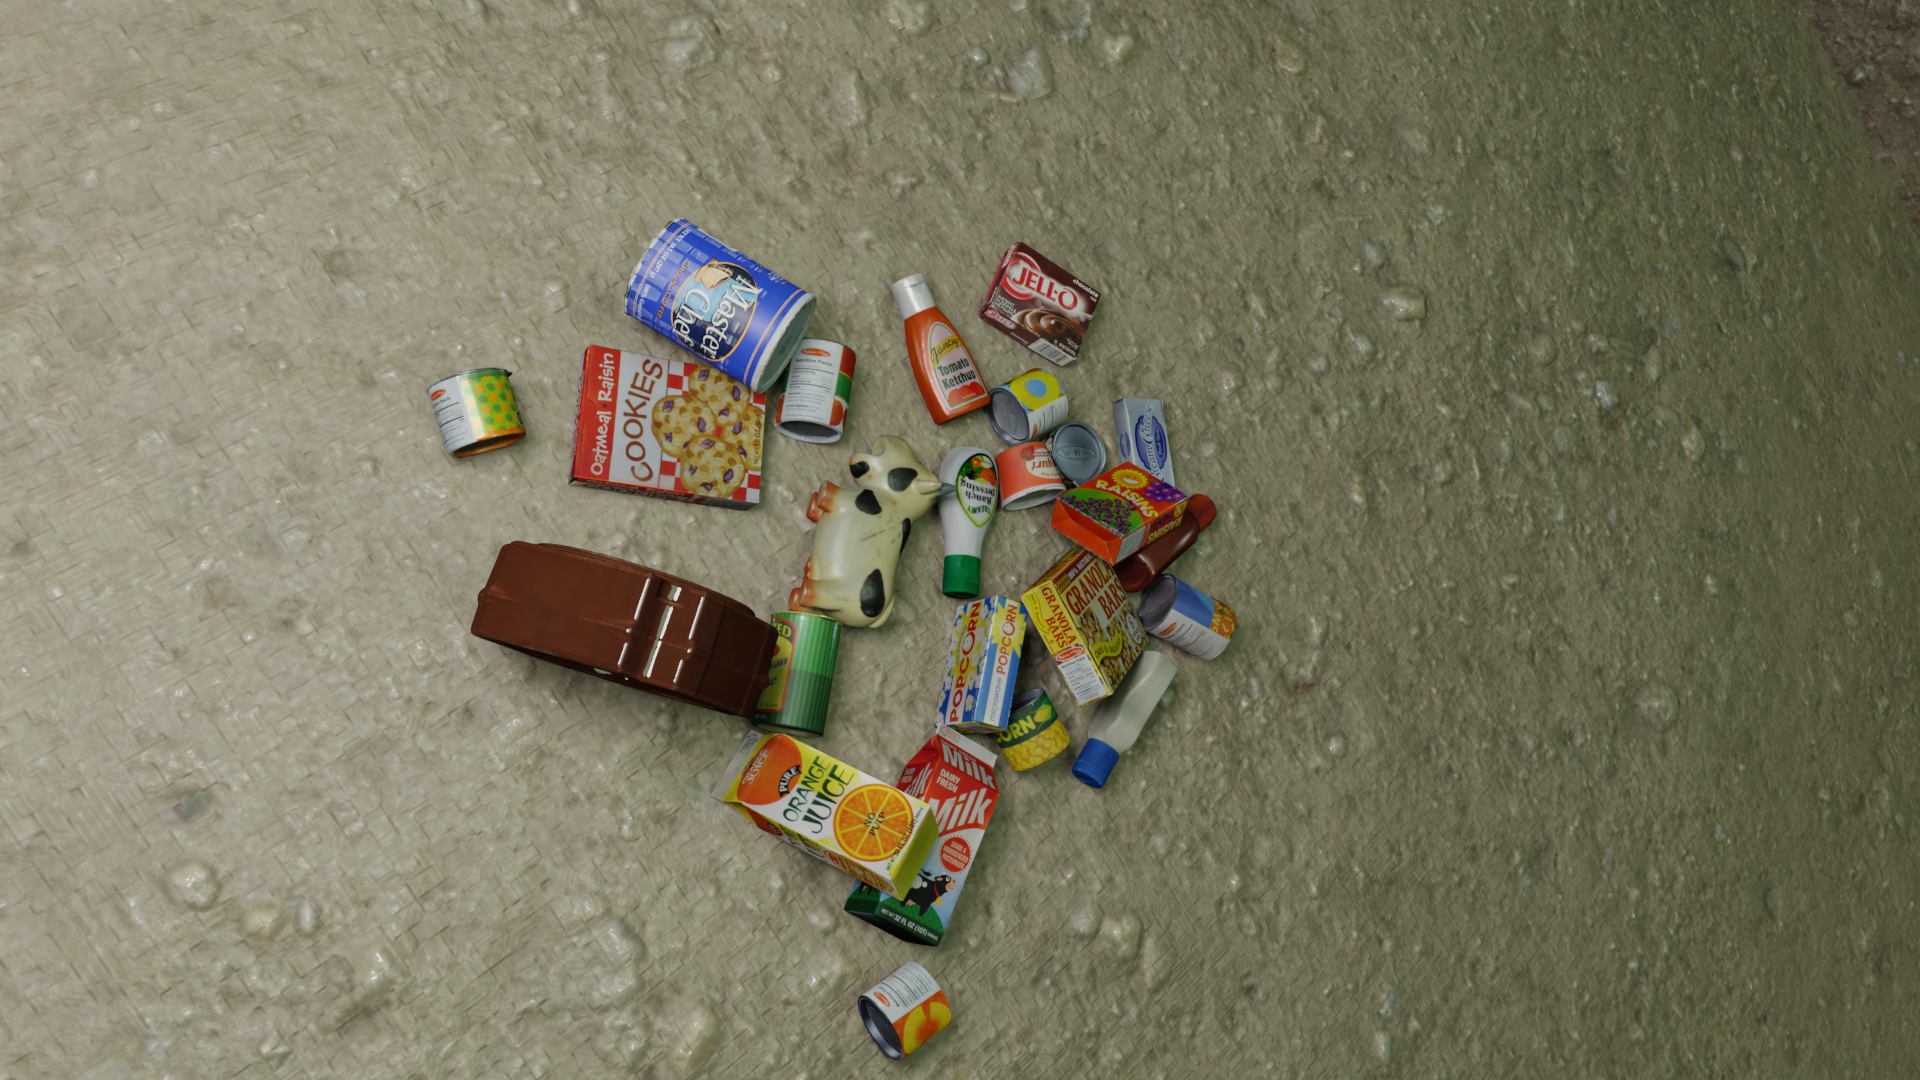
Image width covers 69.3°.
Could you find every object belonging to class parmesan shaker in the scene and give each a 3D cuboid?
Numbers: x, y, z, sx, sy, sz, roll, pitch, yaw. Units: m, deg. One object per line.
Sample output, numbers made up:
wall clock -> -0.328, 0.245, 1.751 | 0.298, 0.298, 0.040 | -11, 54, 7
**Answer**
parmesan shaker -> -0.146, 0.121, 1.252 | 0.071, 0.071, 0.103 | 16, 72, -25

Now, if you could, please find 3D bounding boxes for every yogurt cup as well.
yogurt cup -> 0.068, -0.066, 1.415 | 0.072, 0.072, 0.054 | -9, 76, -30

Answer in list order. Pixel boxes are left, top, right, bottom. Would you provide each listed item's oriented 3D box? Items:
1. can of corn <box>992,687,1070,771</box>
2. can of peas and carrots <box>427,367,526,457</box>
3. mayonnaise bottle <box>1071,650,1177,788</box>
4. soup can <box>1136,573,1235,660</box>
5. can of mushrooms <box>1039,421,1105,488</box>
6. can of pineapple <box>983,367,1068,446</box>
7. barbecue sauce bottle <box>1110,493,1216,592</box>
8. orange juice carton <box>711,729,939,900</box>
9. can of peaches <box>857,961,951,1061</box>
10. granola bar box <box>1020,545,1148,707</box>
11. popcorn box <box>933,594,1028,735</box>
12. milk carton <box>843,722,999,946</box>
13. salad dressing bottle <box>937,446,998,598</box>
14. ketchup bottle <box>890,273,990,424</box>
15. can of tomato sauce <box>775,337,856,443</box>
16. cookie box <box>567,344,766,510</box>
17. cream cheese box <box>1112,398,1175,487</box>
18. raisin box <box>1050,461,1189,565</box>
can of corn -> 0.065, 0.186, 1.355 | 0.071, 0.071, 0.058 | -31, 95, -30
can of peas and carrots -> -0.403, -0.108, 1.166 | 0.071, 0.071, 0.058 | -17, 89, -30
mayonnaise bottle -> 0.164, 0.182, 1.416 | 0.041, 0.064, 0.148 | 39, 68, -13
soup can -> 0.240, 0.080, 1.476 | 0.084, 0.071, 0.071 | 27, 68, -22
can of mushrooms -> 0.116, -0.088, 1.463 | 0.071, 0.033, 0.071 | 7, 76, -28
can of pineapple -> 0.067, -0.139, 1.429 | 0.058, 0.071, 0.071 | -30, 94, -31
barbecue sauce bottle -> 0.222, 0.000, 1.487 | 0.149, 0.064, 0.043 | -37, 91, -38
orange juice carton -> -0.121, 0.233, 1.214 | 0.193, 0.072, 0.072 | 23, 65, 17
can of peaches -> -0.050, 0.423, 1.245 | 0.058, 0.071, 0.071 | -28, 93, -30
granola bar box -> 0.127, 0.078, 1.379 | 0.124, 0.039, 0.166 | 62, 24, -4
popcorn box -> 0.020, 0.121, 1.335 | 0.038, 0.085, 0.127 | 19, 71, -23
milk carton -> -0.028, 0.269, 1.284 | 0.072, 0.073, 0.191 | 33, 65, -19
salad dressing bottle -> 0.005, -0.017, 1.380 | 0.064, 0.044, 0.148 | 15, 72, -37
ketchup bottle -> -0.026, -0.195, 1.403 | 0.065, 0.043, 0.148 | -24, 91, -30
can of tomato sauce -> -0.137, -0.141, 1.319 | 0.071, 0.071, 0.083 | 15, 73, -25
cookie box -> -0.262, -0.100, 1.255 | 0.168, 0.040, 0.123 | 8, 75, -27
cream cheese box -> 0.201, -0.104, 1.517 | 0.053, 0.024, 0.104 | -3, 80, -29
raisin box -> 0.165, -0.031, 1.430 | 0.086, 0.039, 0.124 | 33, 40, 29
